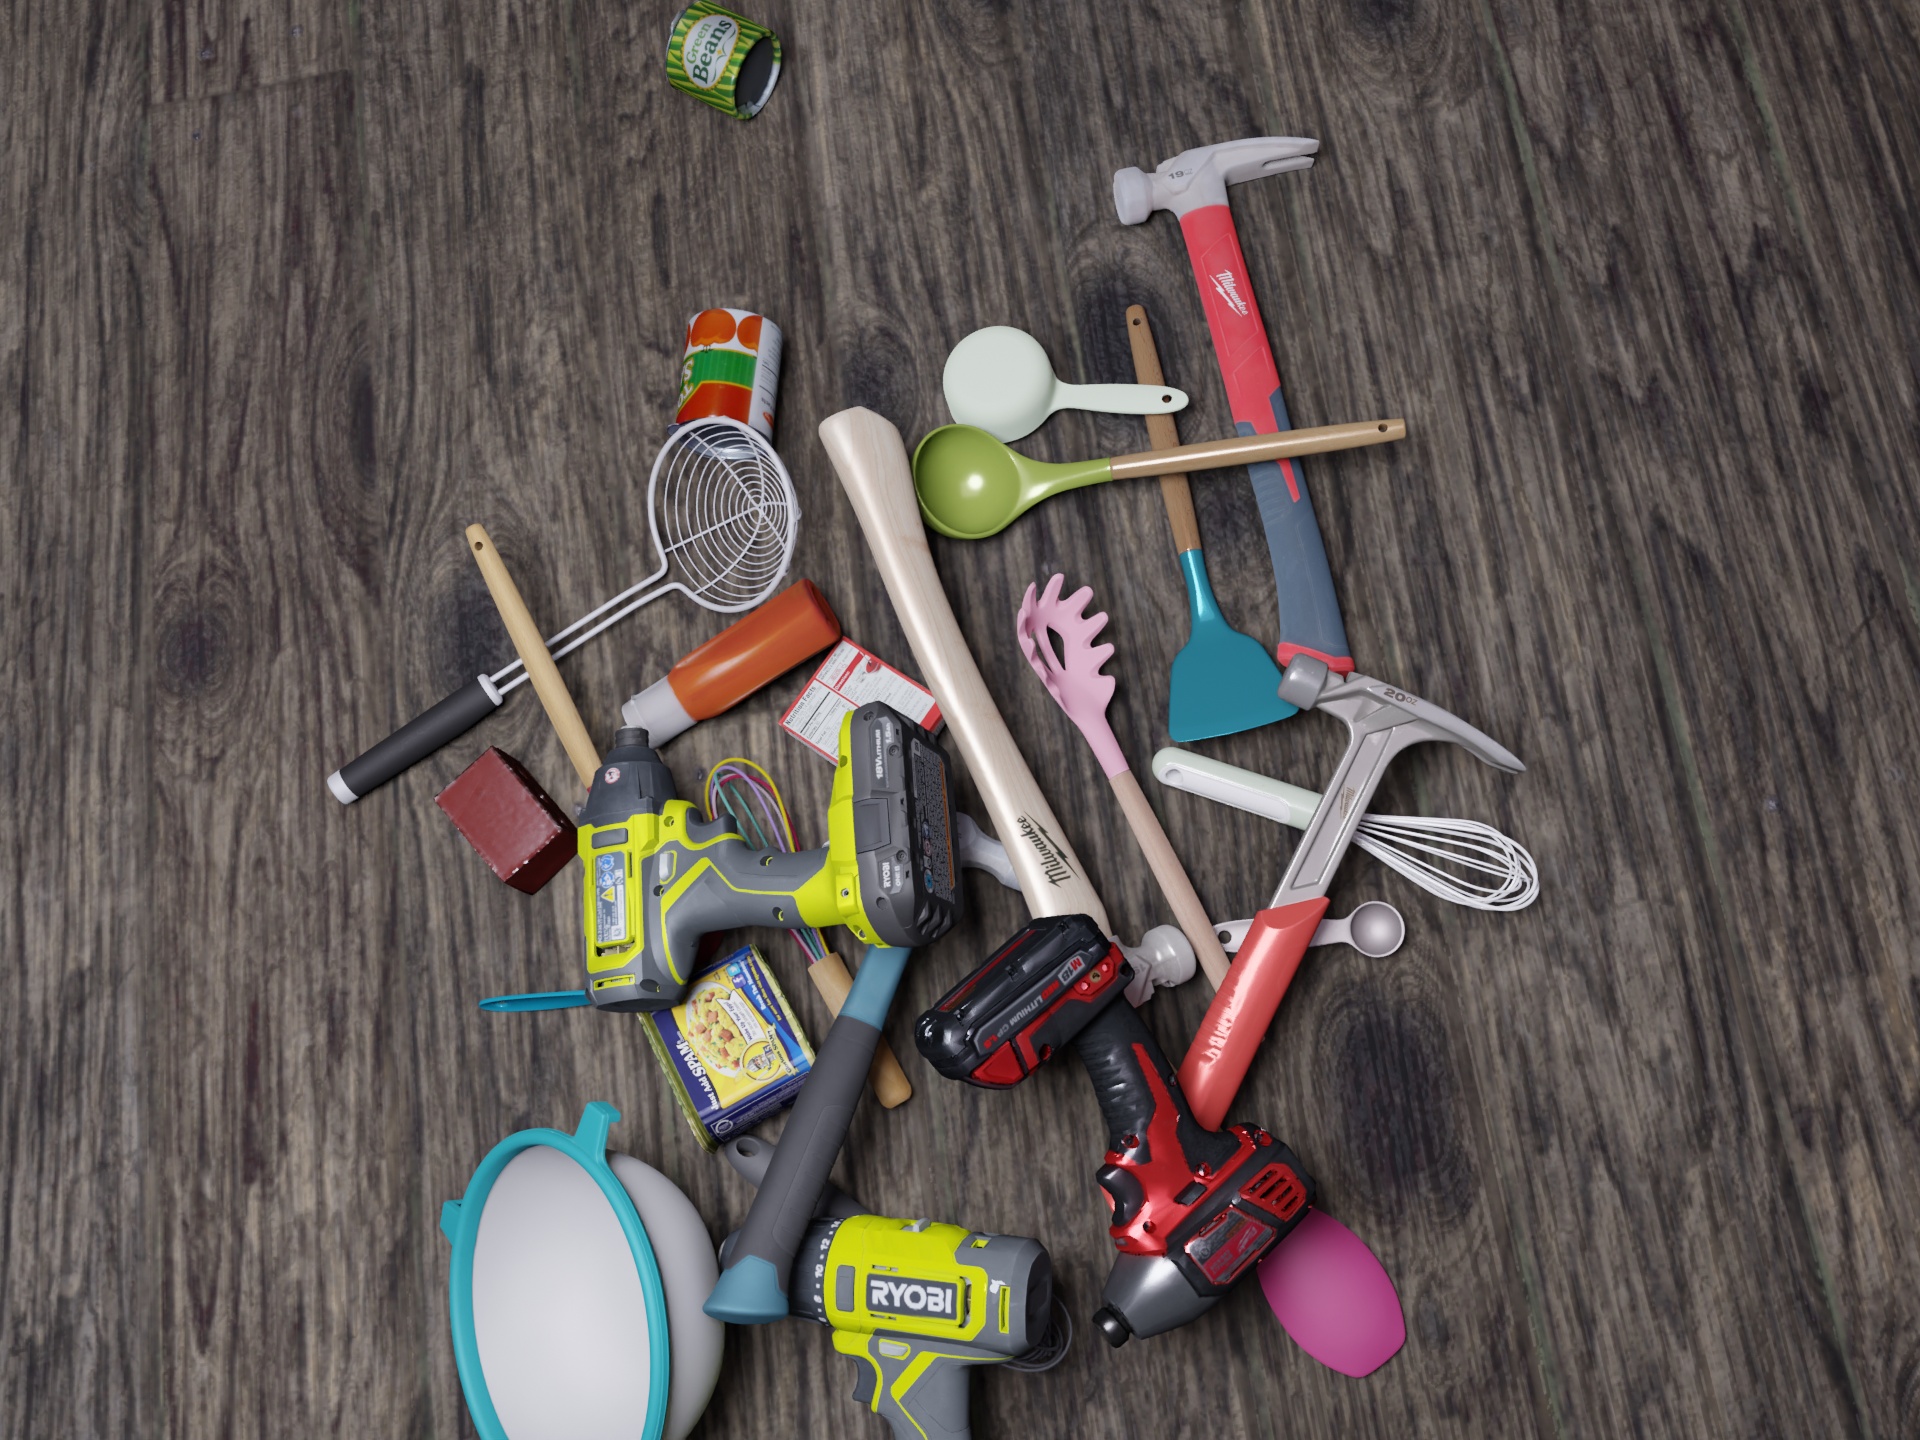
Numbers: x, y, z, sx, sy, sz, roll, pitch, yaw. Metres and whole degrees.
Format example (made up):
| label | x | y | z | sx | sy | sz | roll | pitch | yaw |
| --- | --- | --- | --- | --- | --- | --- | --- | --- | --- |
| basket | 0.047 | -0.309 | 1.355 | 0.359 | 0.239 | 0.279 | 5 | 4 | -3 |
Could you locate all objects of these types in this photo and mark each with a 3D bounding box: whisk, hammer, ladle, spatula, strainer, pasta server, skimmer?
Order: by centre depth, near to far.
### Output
| label | x | y | z | sx | sy | sz | roll | pitch | yaw |
| --- | --- | --- | --- | --- | --- | --- | --- | --- | --- |
| strainer | -0.176 | 0.390 | 0.888 | 0.211 | 0.095 | 0.341 | -37 | 65 | 36 |
| hammer | -0.063 | 0.191 | 0.928 | 0.128 | 0.033 | 0.331 | 21 | 58 | 3 |
| hammer | 0.190 | 0.147 | 0.941 | 0.149 | 0.036 | 0.359 | 26 | 87 | 8 |
| whisk | -0.041 | 0.312 | 0.950 | 0.239 | 0.055 | 0.055 | 28 | 80 | 15 |
| hammer | -0.002 | -0.003 | 0.978 | 0.146 | 0.038 | 0.411 | -20 | 81 | -27 |
| whisk | 0.237 | 0.064 | 0.991 | 0.246 | 0.057 | 0.059 | 18 | 44 | 13 |
| pasta server | 0.115 | 0.056 | 0.995 | 0.060 | 0.040 | 0.316 | -20 | 78 | -28 |
| whisk | -0.095 | 0.130 | 1.001 | 0.047 | 0.051 | 0.245 | -29 | 78 | -9 |
| ladle | -0.240 | 0.016 | 1.009 | 0.069 | 0.031 | 0.315 | -27 | 88 | 7 |
| ladle | 0.122 | -0.169 | 1.025 | 0.320 | 0.062 | 0.078 | -6 | 82 | 13 |
| skimmer | -0.265 | -0.061 | 1.036 | 0.363 | 0.090 | 0.127 | -34 | 79 | -4 |
| spatula | 0.147 | -0.138 | 1.048 | 0.082 | 0.044 | 0.318 | -14 | 74 | 10 |
| hammer | 0.215 | -0.213 | 1.065 | 0.143 | 0.038 | 0.386 | -12 | 75 | 0 |

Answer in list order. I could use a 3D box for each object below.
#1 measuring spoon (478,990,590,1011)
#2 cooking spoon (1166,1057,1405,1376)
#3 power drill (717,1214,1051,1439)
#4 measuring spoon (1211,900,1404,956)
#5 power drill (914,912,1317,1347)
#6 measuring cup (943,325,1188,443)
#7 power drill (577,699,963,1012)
| label | x | y | z | sx | sy | sz | roll | pitch | yaw |
| --- | --- | --- | --- | --- | --- | --- | --- | --- | --- |
| measuring spoon | -0.245 | 0.168 | 1.010 | 0.128 | 0.042 | 0.021 | -7 | 57 | 10 |
| cooking spoon | 0.151 | 0.252 | 0.962 | 0.069 | 0.017 | 0.319 | -37 | 77 | -6 |
| power drill | -0.049 | 0.392 | 0.887 | 0.190 | 0.080 | 0.228 | 0 | 85 | 20 |
| measuring spoon | 0.213 | 0.133 | 0.992 | 0.124 | 0.018 | 0.034 | -4 | 81 | 10 |
| power drill | 0.080 | 0.225 | 0.870 | 0.143 | 0.078 | 0.219 | -39 | 92 | -15 |
| measuring cup | 0.068 | -0.226 | 1.067 | 0.167 | 0.038 | 0.083 | 6 | 75 | 16 |
| power drill | -0.119 | 0.069 | 0.926 | 0.223 | 0.080 | 0.171 | -12 | 70 | 19 |
